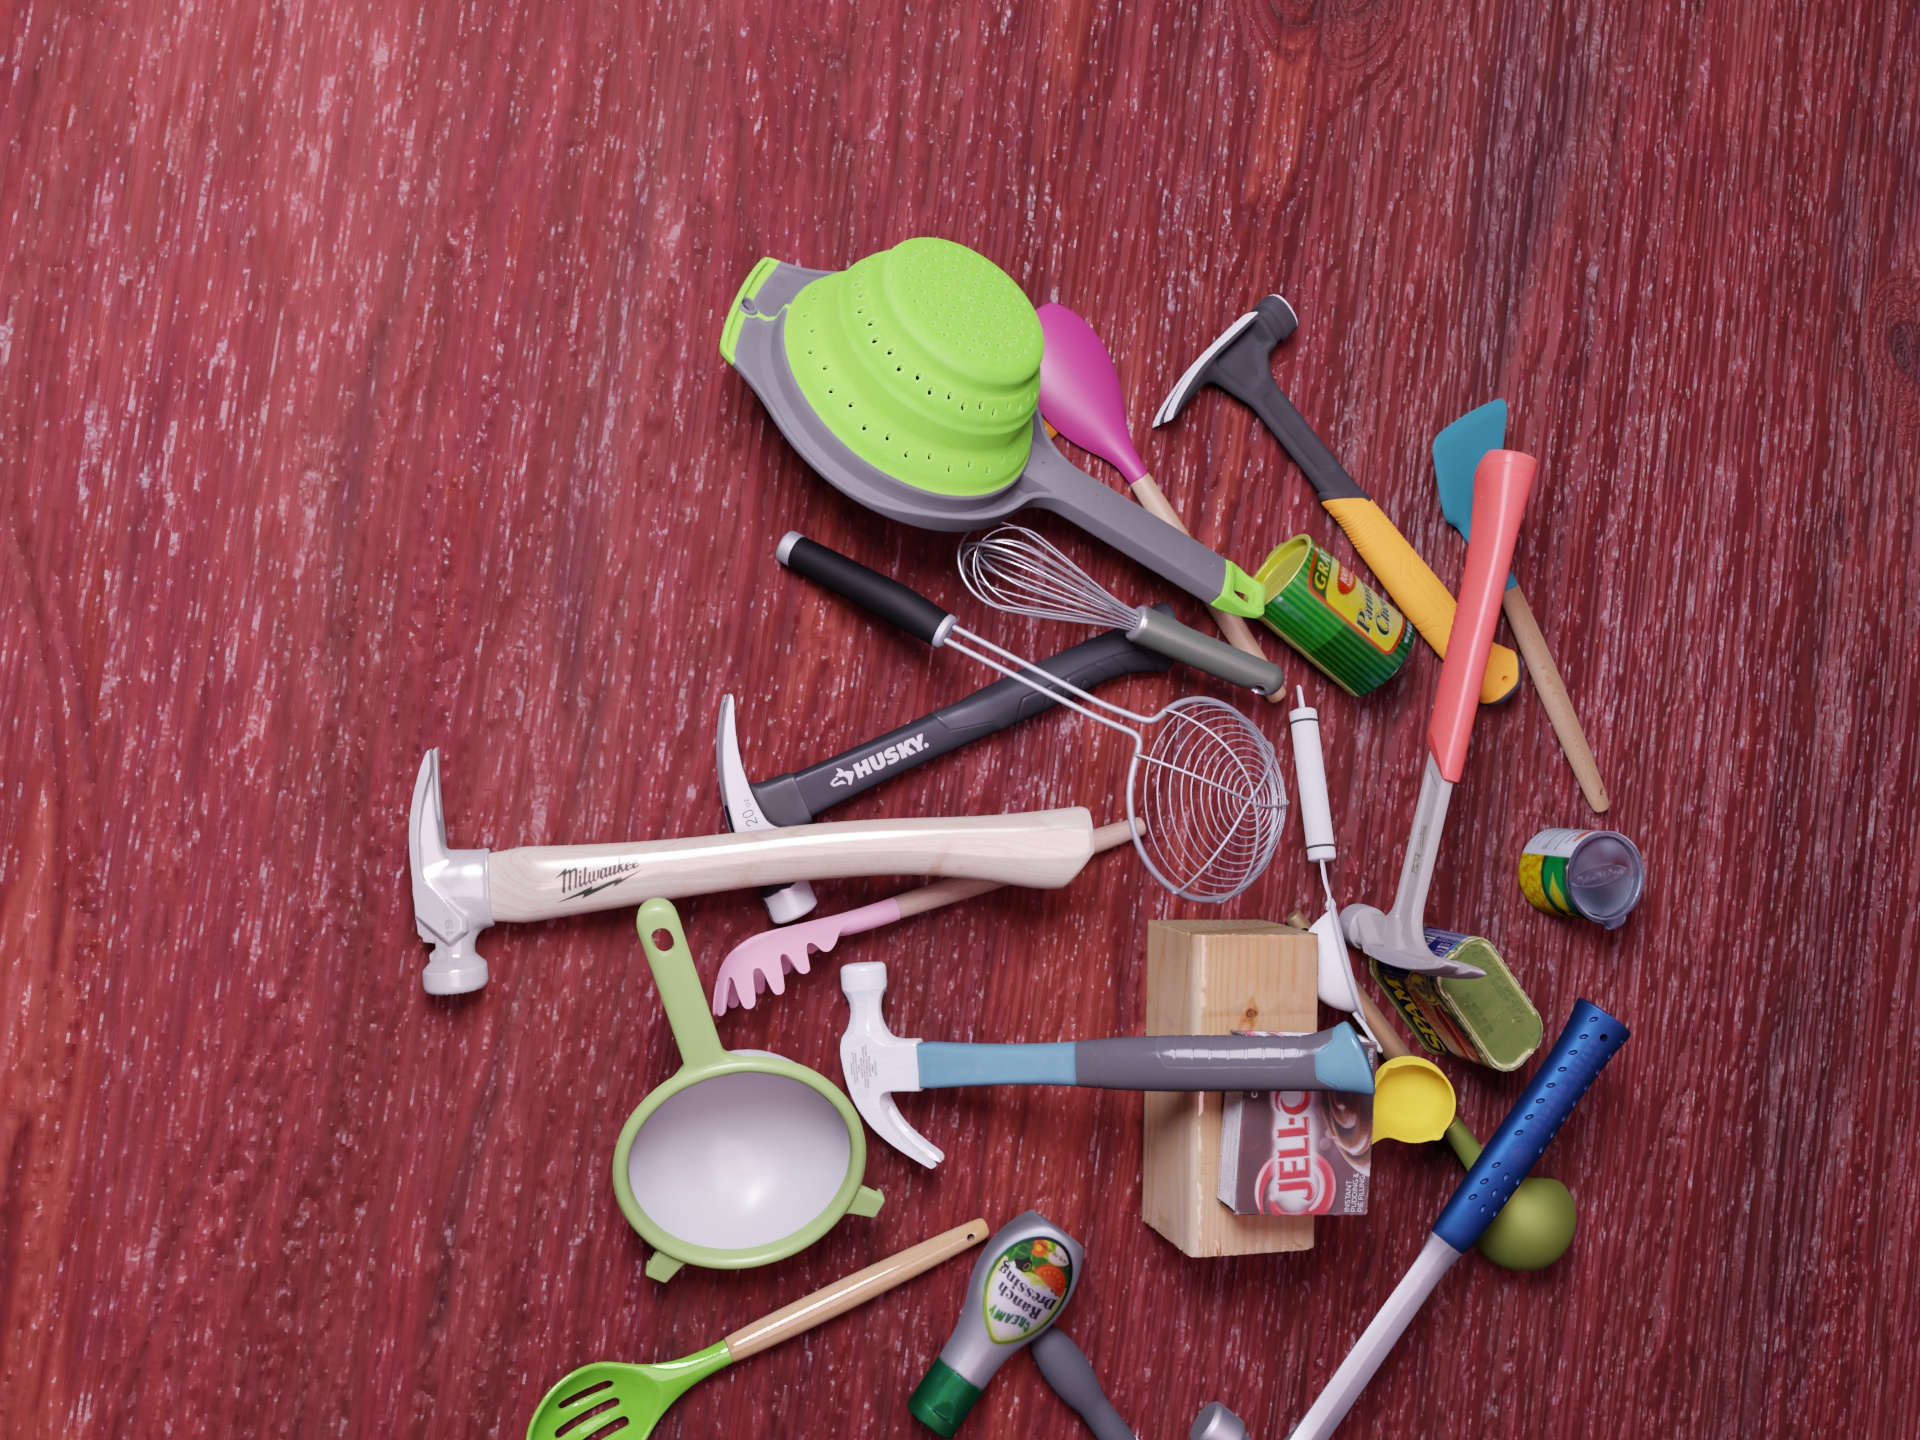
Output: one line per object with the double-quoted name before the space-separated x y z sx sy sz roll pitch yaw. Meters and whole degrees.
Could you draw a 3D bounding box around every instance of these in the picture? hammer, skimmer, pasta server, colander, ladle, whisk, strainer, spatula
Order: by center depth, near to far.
"strainer" -0.149 0.209 0.958 0.151 0.069 0.256 -16 112 -5
"hammer" -0.122 0.075 0.973 0.410 0.038 0.146 -4 94 -8
"hammer" 0.086 0.212 0.987 0.331 0.033 0.128 -3 87 14
"colander" 0.052 -0.185 0.988 0.397 0.094 0.205 28 47 -16
"skimmer" 0.041 -0.013 1.010 0.363 0.090 0.127 29 64 12
"pasta server" -0.015 0.122 1.037 0.316 0.060 0.040 -17 86 -20
"whisk" 0.108 -0.068 1.041 0.246 0.058 0.059 21 71 -18
"hammer" -0.002 -0.003 1.046 0.335 0.035 0.146 -25 97 -16
"whisk" 0.131 0.520 1.067 0.070 0.070 0.284 -37 94 -14
"hammer" 0.340 -0.008 1.078 0.036 0.149 0.359 14 88 -14
"hammer" 0.333 0.371 1.094 0.144 0.035 0.405 36 88 0
"strainer" 0.248 0.100 1.098 0.050 0.086 0.259 -8 74 14
"hammer" 0.283 -0.135 1.133 0.127 0.034 0.336 -45 101 -13
"ladle" 0.331 0.263 1.142 0.078 0.062 0.320 -37 92 6
"spatula" 0.419 -0.075 1.167 0.082 0.044 0.317 -30 99 -28

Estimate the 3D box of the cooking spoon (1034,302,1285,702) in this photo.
"cooking spoon" 0.137 -0.146 1.097 0.069 0.017 0.319 -37 100 -19

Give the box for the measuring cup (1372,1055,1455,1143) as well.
"measuring cup" 0.274 0.290 1.113 0.156 0.029 0.062 -37 89 12

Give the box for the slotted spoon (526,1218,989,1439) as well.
"slotted spoon" -0.122 0.390 1.008 0.313 0.031 0.070 -21 95 -18

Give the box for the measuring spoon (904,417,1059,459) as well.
"measuring spoon" 0.014 -0.188 1.065 0.117 0.011 0.021 -13 93 -17
